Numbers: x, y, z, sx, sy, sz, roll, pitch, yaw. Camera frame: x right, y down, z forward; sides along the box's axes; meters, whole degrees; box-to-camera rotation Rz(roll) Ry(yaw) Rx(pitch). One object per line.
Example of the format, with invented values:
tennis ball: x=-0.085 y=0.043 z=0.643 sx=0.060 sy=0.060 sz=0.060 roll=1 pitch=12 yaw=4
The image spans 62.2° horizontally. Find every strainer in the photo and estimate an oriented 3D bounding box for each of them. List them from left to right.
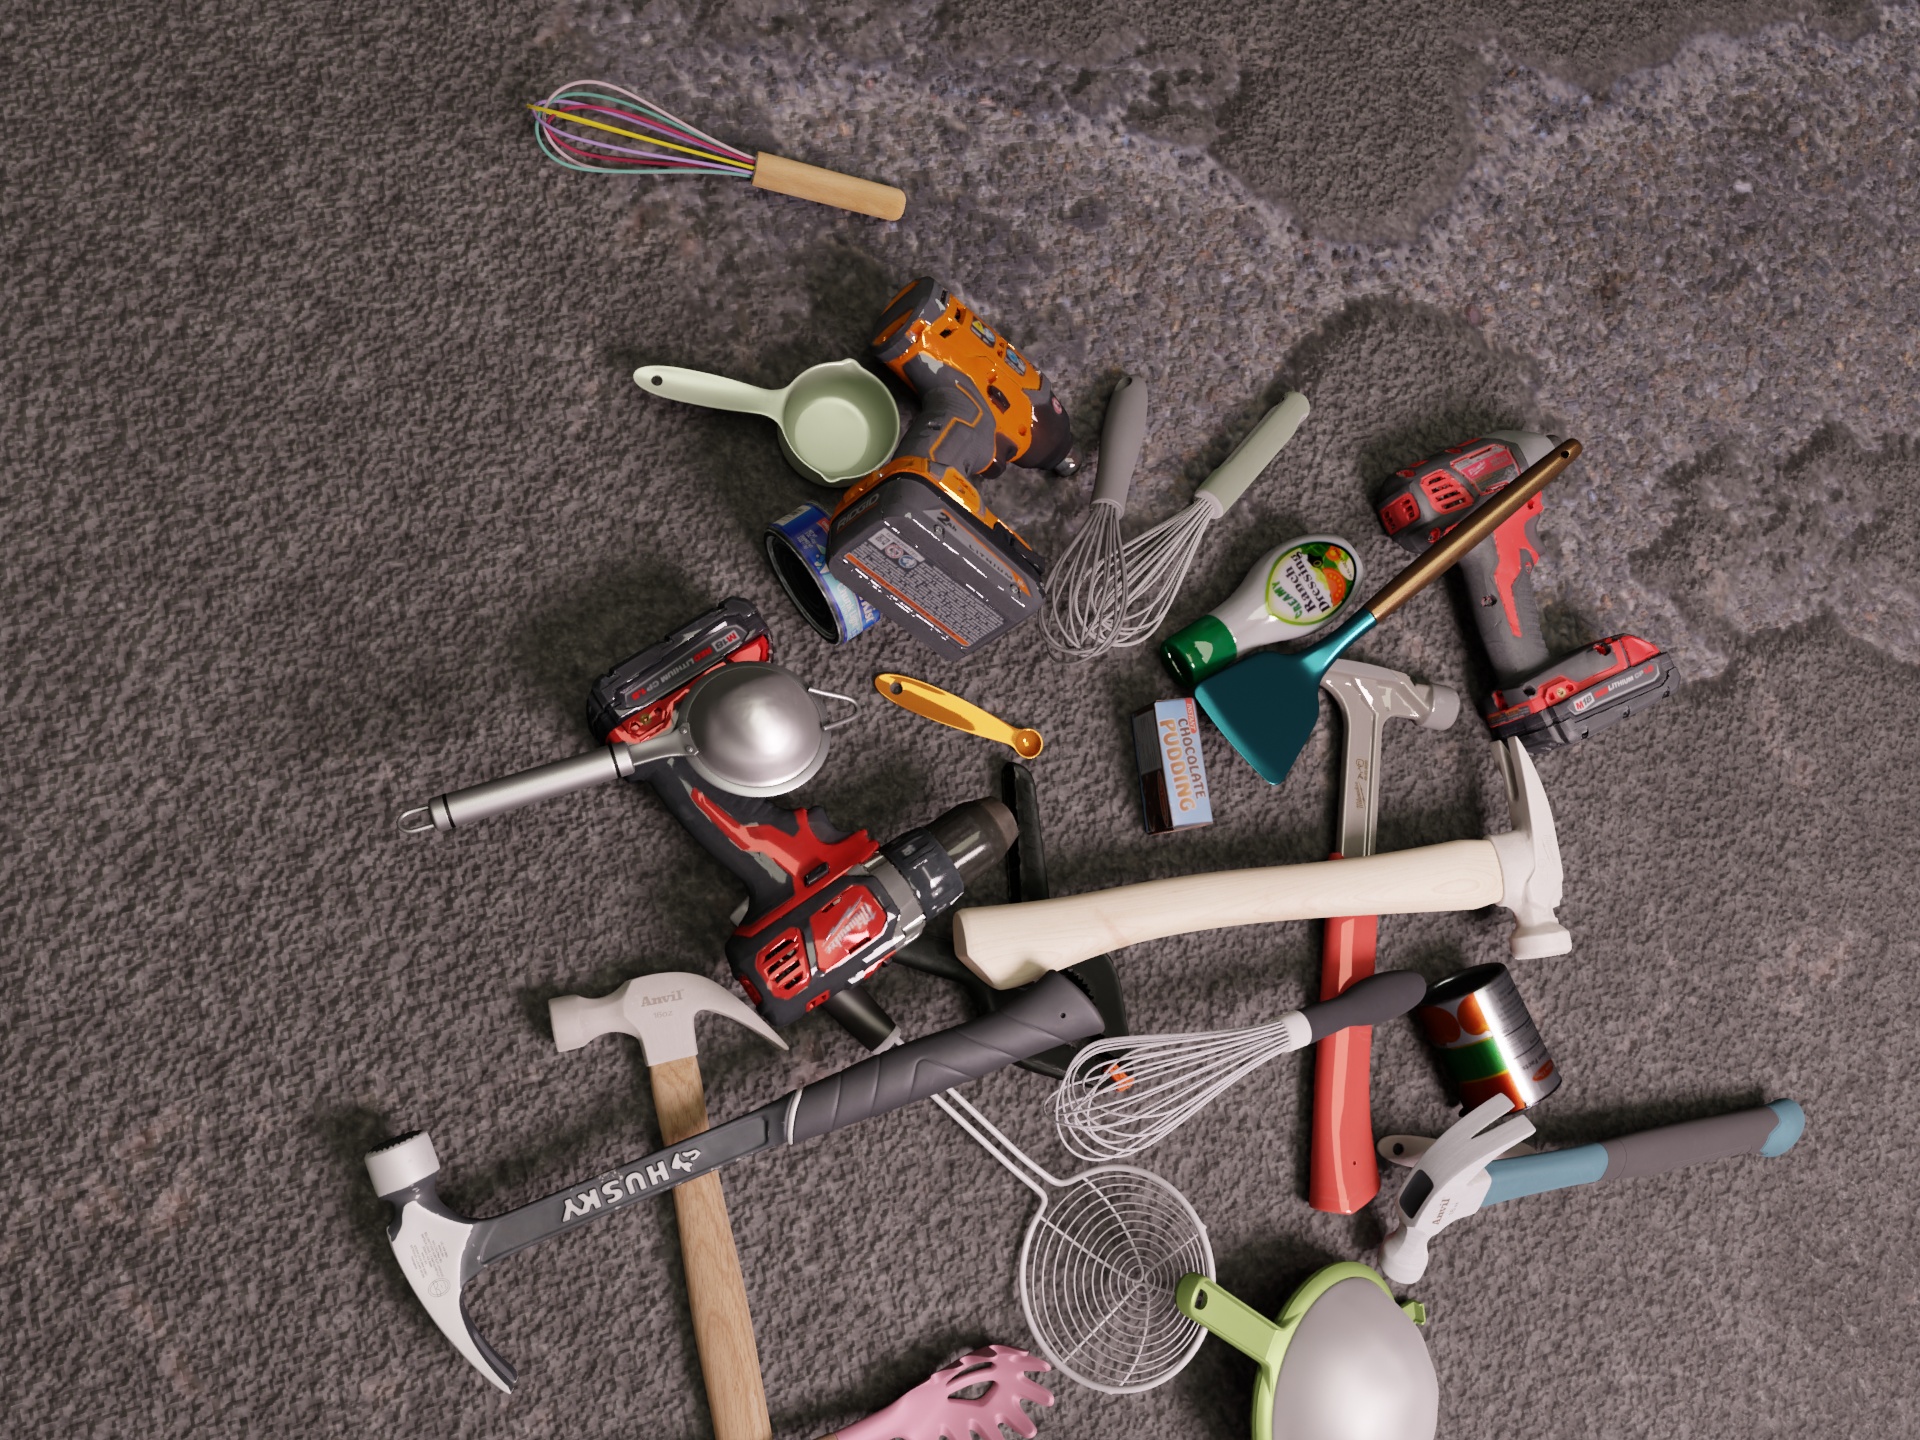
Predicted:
strainer: x=-0.176 y=0.019 z=0.864 sx=0.258 sy=0.050 sz=0.087 roll=-17 pitch=66 yaw=-13
strainer: x=0.215 y=0.381 z=0.928 sx=0.256 sy=0.069 sz=0.151 roll=43 pitch=64 yaw=-36

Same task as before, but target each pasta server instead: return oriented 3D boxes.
pasta server: x=-0.091 y=0.418 z=0.885 sx=0.316 sy=0.040 sz=0.060 roll=-10 pitch=99 yaw=-29

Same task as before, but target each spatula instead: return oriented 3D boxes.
spatula: x=0.291 y=-0.085 z=1.041 sx=0.317 sy=0.044 sz=0.082 roll=-40 pitch=86 yaw=-5

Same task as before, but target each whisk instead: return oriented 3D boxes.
whisk: x=-0.153 y=-0.357 z=1.017 sx=0.245 sy=0.047 sz=0.051 roll=9 pitch=78 yaw=-17
whisk: x=0.092 y=-0.135 z=1.022 sx=0.055 sy=0.055 sz=0.239 roll=22 pitch=57 yaw=-11
whisk: x=0.160 y=-0.140 z=1.066 sx=0.059 sy=0.057 sz=0.246 roll=41 pitch=69 yaw=3
whisk: x=0.174 y=0.198 z=0.965 sx=0.284 sy=0.070 sz=0.070 roll=-13 pitch=85 yaw=-27

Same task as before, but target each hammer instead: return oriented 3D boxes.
hammer: x=-0.143 y=0.309 z=0.921 sx=0.130 sy=0.031 sz=0.331 roll=-11 pitch=85 yaw=-16
hammer: x=-0.110 y=0.235 z=0.894 sx=0.409 sy=0.036 sz=0.149 roll=-20 pitch=89 yaw=-9
hammer: x=0.194 y=0.101 z=1.004 sx=0.410 sy=0.038 sz=0.146 roll=-5 pitch=81 yaw=-16
hammer: x=0.249 y=0.138 z=1.051 sx=0.149 sy=0.036 sz=0.359 roll=9 pitch=79 yaw=-14
hammer: x=0.429 y=0.290 z=1.050 sx=0.331 sy=0.033 sz=0.128 roll=-2 pitch=121 yaw=-24

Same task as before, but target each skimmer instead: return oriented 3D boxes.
skimmer: x=-0.002 y=0.239 z=0.938 sx=0.363 sy=0.090 sz=0.127 roll=44 pitch=99 yaw=-3

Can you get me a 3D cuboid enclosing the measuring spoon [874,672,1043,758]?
measuring spoon: x=-0.002 y=-0.003 z=1.020 sx=0.117 sy=0.011 sz=0.021 roll=23 pitch=76 yaw=-7

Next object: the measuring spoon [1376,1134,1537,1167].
measuring spoon: x=0.335 y=0.293 z=1.058 sx=0.124 sy=0.018 sz=0.034 roll=12 pitch=79 yaw=-13

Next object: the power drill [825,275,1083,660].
power drill: x=0.008 y=-0.149 z=0.968 sx=0.164 sy=0.084 sz=0.227 roll=35 pitch=44 yaw=-28

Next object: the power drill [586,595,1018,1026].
power drill: x=-0.093 y=0.041 z=0.935 sx=0.188 sy=0.080 sz=0.227 roll=-33 pitch=83 yaw=-17

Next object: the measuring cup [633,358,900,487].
measuring cup: x=-0.123 y=-0.194 z=1.003 sx=0.167 sy=0.038 sz=0.083 roll=11 pitch=79 yaw=-11

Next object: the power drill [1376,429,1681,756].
power drill: x=0.397 y=-0.096 z=1.109 sx=0.143 sy=0.078 sz=0.220 roll=-24 pitch=85 yaw=-17
